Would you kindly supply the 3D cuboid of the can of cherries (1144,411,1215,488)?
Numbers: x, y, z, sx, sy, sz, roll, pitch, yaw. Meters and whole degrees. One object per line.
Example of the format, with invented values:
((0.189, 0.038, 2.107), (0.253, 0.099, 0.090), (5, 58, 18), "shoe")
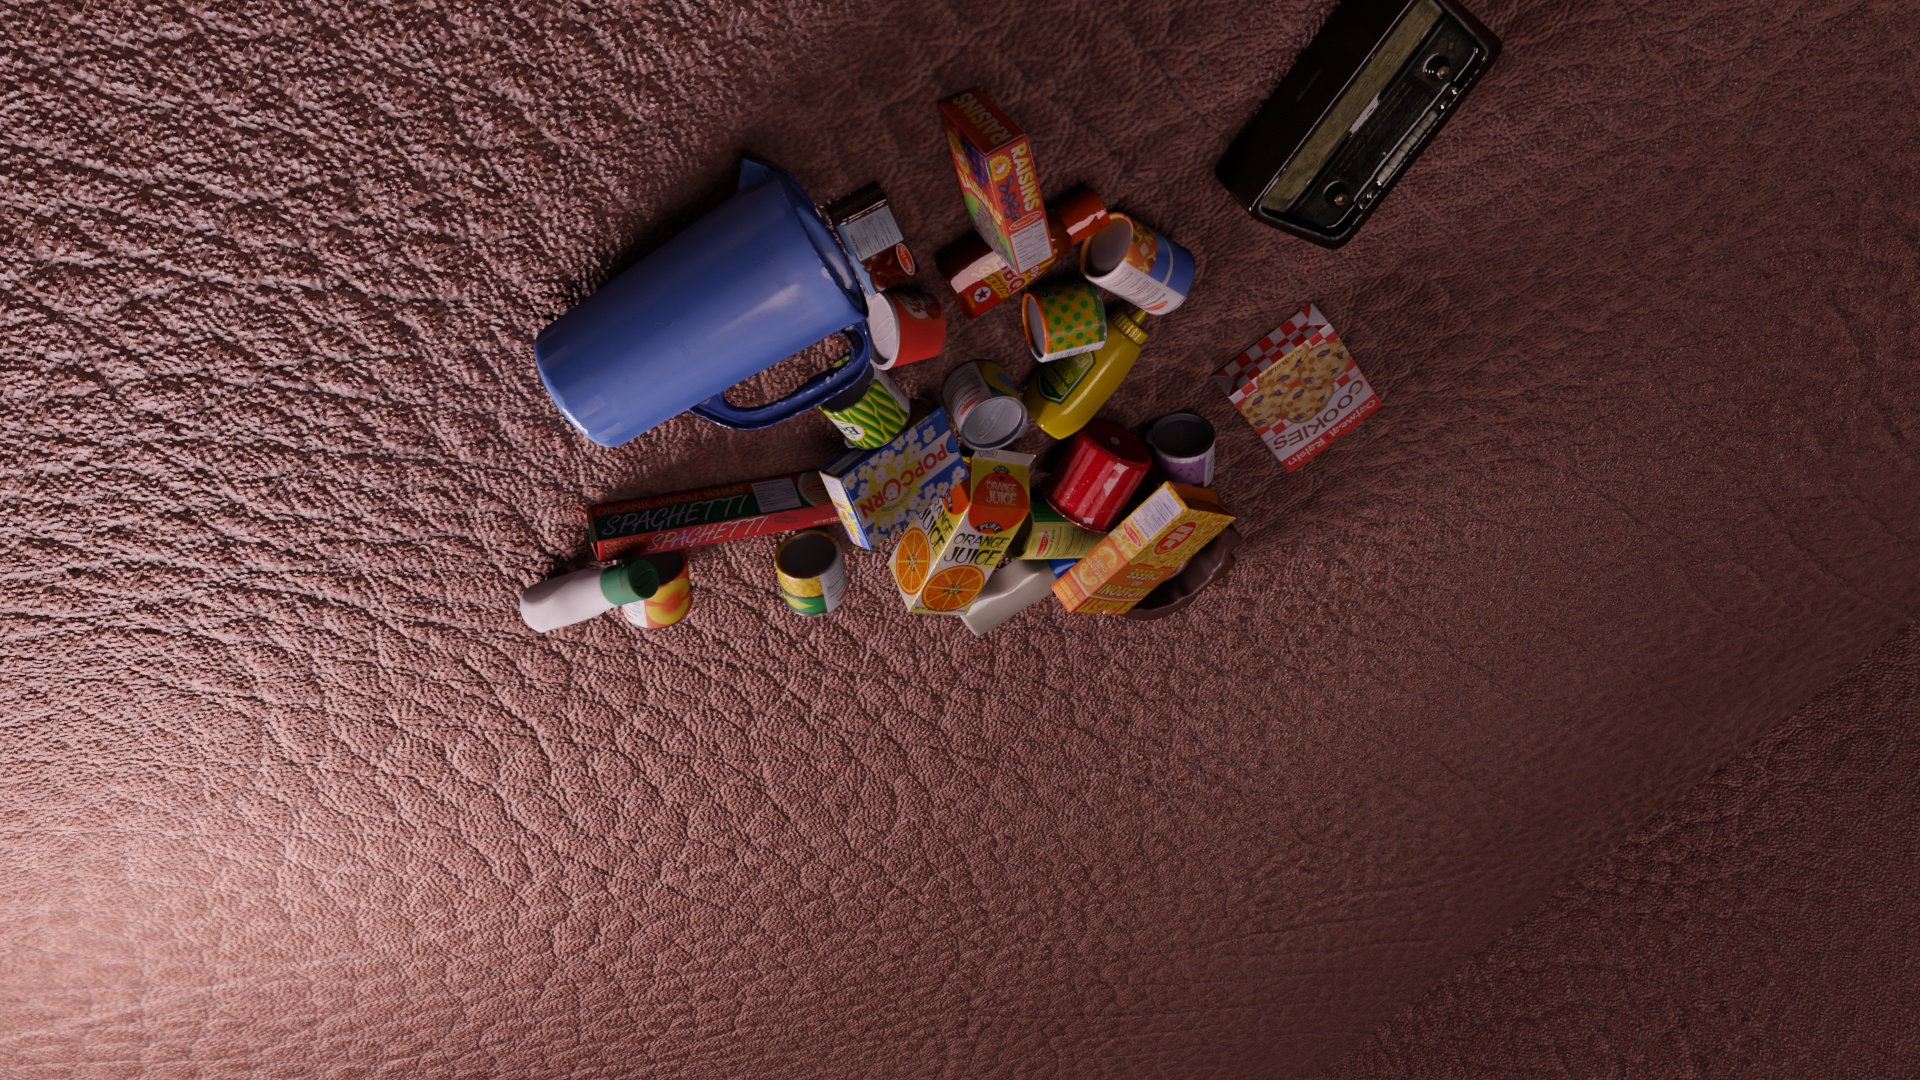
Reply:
((0.226, -0.090, 1.433), (0.071, 0.072, 0.058), (-19, 140, -8), "can of cherries")

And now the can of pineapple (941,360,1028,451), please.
((0.023, -0.125, 1.294), (0.071, 0.058, 0.070), (-14, 139, -13), "can of pineapple")

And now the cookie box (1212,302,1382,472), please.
((0.354, -0.154, 1.447), (0.123, 0.040, 0.167), (-37, 138, 13), "cookie box")

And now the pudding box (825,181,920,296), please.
((-0.071, -0.246, 1.139), (0.050, 0.030, 0.083), (-28, 140, 0), "pudding box")

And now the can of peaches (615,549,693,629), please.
((-0.285, 0.039, 1.304), (0.071, 0.071, 0.057), (-12, 137, -16), "can of peaches")

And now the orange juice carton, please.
((0.005, -0.017, 1.387), (0.072, 0.073, 0.191), (6, 130, -32), "orange juice carton")

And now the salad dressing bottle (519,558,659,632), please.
((-0.334, 0.048, 1.253), (0.147, 0.064, 0.044), (-14, 110, 35), "salad dressing bottle")

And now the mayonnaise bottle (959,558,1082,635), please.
((0.066, 0.046, 1.513), (0.148, 0.041, 0.064), (-31, 141, 4), "mayonnaise bottle")

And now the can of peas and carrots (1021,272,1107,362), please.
((0.092, -0.200, 1.246), (0.059, 0.071, 0.070), (-15, 138, -12), "can of peas and carrots")

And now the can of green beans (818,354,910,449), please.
((-0.087, -0.124, 1.232), (0.071, 0.071, 0.057), (-33, 139, 9), "can of green beans")

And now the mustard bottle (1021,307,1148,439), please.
((0.127, -0.170, 1.300), (0.160, 0.065, 0.049), (-47, 141, 15), "mustard bottle")

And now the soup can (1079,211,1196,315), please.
((0.157, -0.248, 1.230), (0.084, 0.071, 0.071), (19, 123, -39), "soup can")

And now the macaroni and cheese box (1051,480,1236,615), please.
((0.188, 0.012, 1.424), (0.166, 0.040, 0.124), (-44, 155, 23), "macaroni and cheese box")

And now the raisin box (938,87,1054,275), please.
((0.029, -0.285, 1.105), (0.040, 0.086, 0.122), (-28, 140, -7), "raisin box")

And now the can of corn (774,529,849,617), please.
((-0.149, 0.031, 1.368), (0.071, 0.071, 0.058), (-17, 138, -10), "can of corn")

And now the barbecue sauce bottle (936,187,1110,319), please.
((0.056, -0.250, 1.189), (0.148, 0.044, 0.064), (-30, 143, 4), "barbecue sauce bottle")

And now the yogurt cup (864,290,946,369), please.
((-0.048, -0.183, 1.193), (0.054, 0.072, 0.072), (-10, 138, -29), "yogurt cup")

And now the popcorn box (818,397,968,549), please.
((-0.060, -0.062, 1.283), (0.127, 0.038, 0.085), (-38, 127, -23), "popcorn box")

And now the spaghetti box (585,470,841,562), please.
((-0.216, -0.026, 1.282), (0.251, 0.050, 0.028), (-10, 136, -17), "spaghetti box")

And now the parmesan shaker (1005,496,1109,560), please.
((0.103, -0.012, 1.450), (0.103, 0.071, 0.071), (-1, 134, -28), "parmesan shaker")
